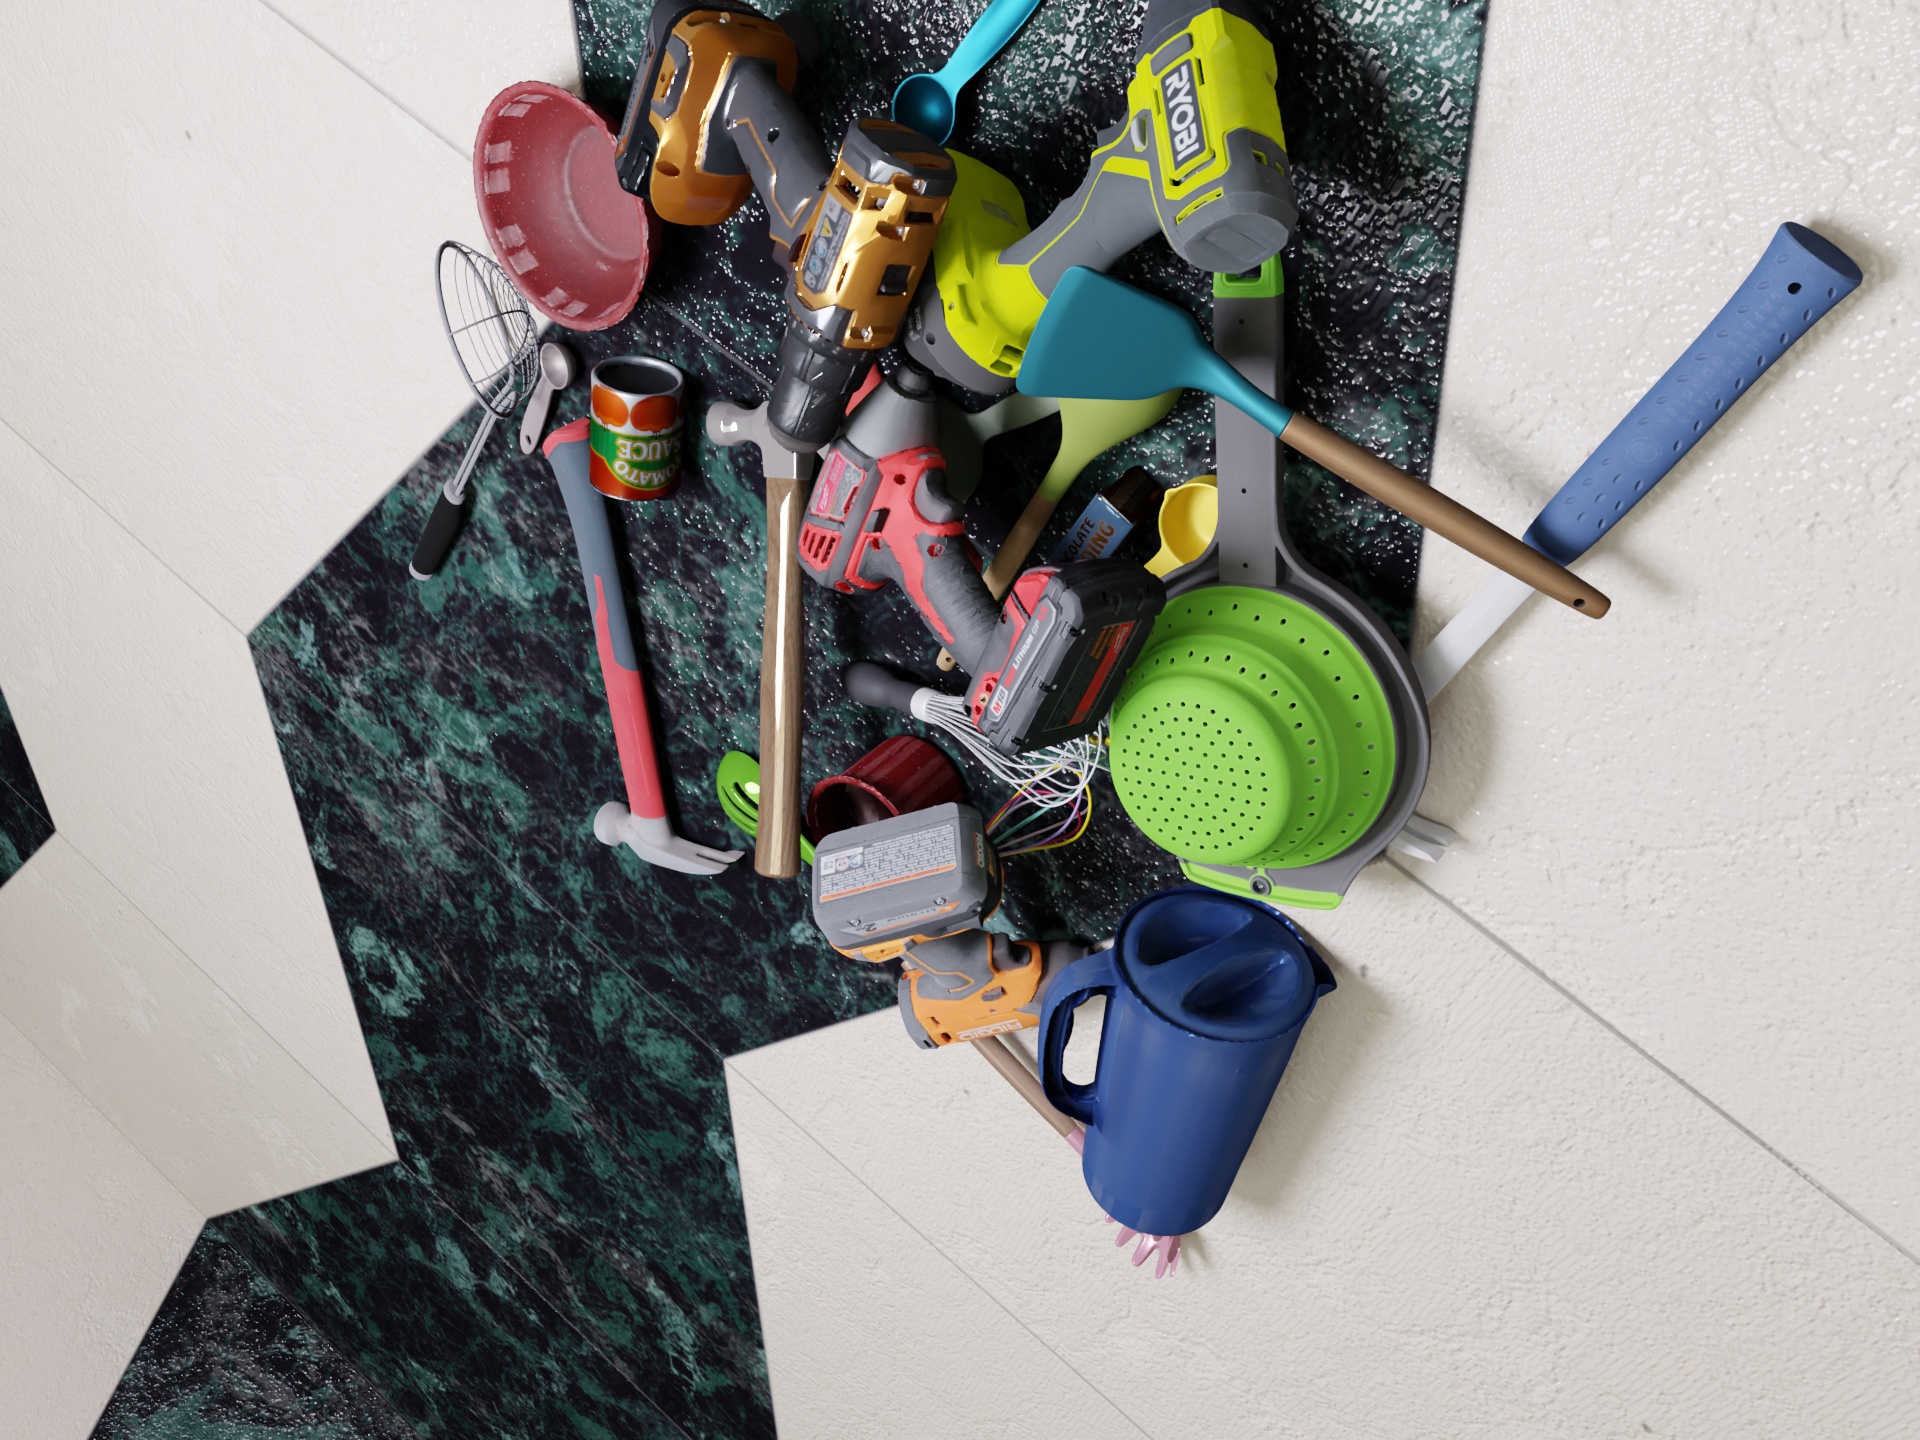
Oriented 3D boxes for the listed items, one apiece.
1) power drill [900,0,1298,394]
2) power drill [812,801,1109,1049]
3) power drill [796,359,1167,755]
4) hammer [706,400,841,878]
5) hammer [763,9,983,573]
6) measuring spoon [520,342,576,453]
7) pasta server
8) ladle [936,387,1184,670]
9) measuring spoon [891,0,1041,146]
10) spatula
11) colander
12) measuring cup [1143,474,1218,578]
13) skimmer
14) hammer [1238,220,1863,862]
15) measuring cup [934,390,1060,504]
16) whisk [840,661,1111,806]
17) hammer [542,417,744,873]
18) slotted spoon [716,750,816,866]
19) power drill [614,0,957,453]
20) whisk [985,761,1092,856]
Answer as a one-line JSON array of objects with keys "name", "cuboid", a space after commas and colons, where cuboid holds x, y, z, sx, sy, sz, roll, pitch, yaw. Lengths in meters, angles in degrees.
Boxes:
[{"name": "power drill", "cuboid": [0.066, -0.281, 0.830, 0.223, 0.080, 0.171, -23, 66, 43]}, {"name": "power drill", "cuboid": [0.009, 0.149, 1.102, 0.164, 0.084, 0.226, -15, 141, 15]}, {"name": "power drill", "cuboid": [0.002, -0.095, 0.891, 0.220, 0.078, 0.143, 44, 125, 28]}, {"name": "hammer", "cuboid": [-0.121, -0.052, 1.102, 0.130, 0.031, 0.331, 9, 103, 33]}, {"name": "hammer", "cuboid": [-0.081, -0.236, 0.986, 0.149, 0.036, 0.359, -21, 92, 42]}, {"name": "measuring spoon", "cuboid": [-0.315, -0.244, 1.214, 0.034, 0.018, 0.124, 55, 142, 9]}, {"name": "pasta server", "cuboid": [0.062, 0.304, 1.234, 0.316, 0.040, 0.060, 47, 149, -1]}, {"name": "ladle", "cuboid": [0.047, -0.134, 0.991, 0.078, 0.062, 0.320, 21, 142, -10]}, {"name": "measuring spoon", "cuboid": [0.010, -0.372, 0.889, 0.128, 0.021, 0.042, -38, 89, 35]}, {"name": "spatula", "cuboid": [0.182, -0.128, 0.796, 0.317, 0.044, 0.082, 30, 137, 3]}, {"name": "colander", "cuboid": [0.145, -0.061, 0.871, 0.205, 0.094, 0.396, 9, 116, 33]}, {"name": "measuring cup", "cuboid": [0.123, -0.092, 0.965, 0.062, 0.029, 0.156, 48, 137, 3]}, {"name": "skimmer", "cuboid": [-0.409, -0.220, 1.245, 0.363, 0.090, 0.127, -44, 49, 47]}, {"name": "hammer", "cuboid": [0.302, -0.077, 0.832, 0.144, 0.035, 0.405, 42, 134, 9]}, {"name": "measuring cup", "cuboid": [0.004, -0.178, 0.992, 0.167, 0.038, 0.083, -16, 106, 44]}, {"name": "whisk", "cuboid": [-0.002, -0.002, 1.052, 0.285, 0.070, 0.070, 19, 129, 52]}, {"name": "hammer", "cuboid": [-0.262, -0.050, 1.274, 0.143, 0.038, 0.386, 13, 124, 29]}, {"name": "slotted spoon", "cuboid": [-0.081, 0.137, 1.261, 0.314, 0.031, 0.070, 40, 135, 9]}, {"name": "power drill", "cuboid": [-0.106, -0.278, 0.890, 0.226, 0.084, 0.185, 49, 131, 28]}, {"name": "whisk", "cuboid": [0.018, 0.096, 1.150, 0.047, 0.051, 0.245, 47, 137, -5]}]
